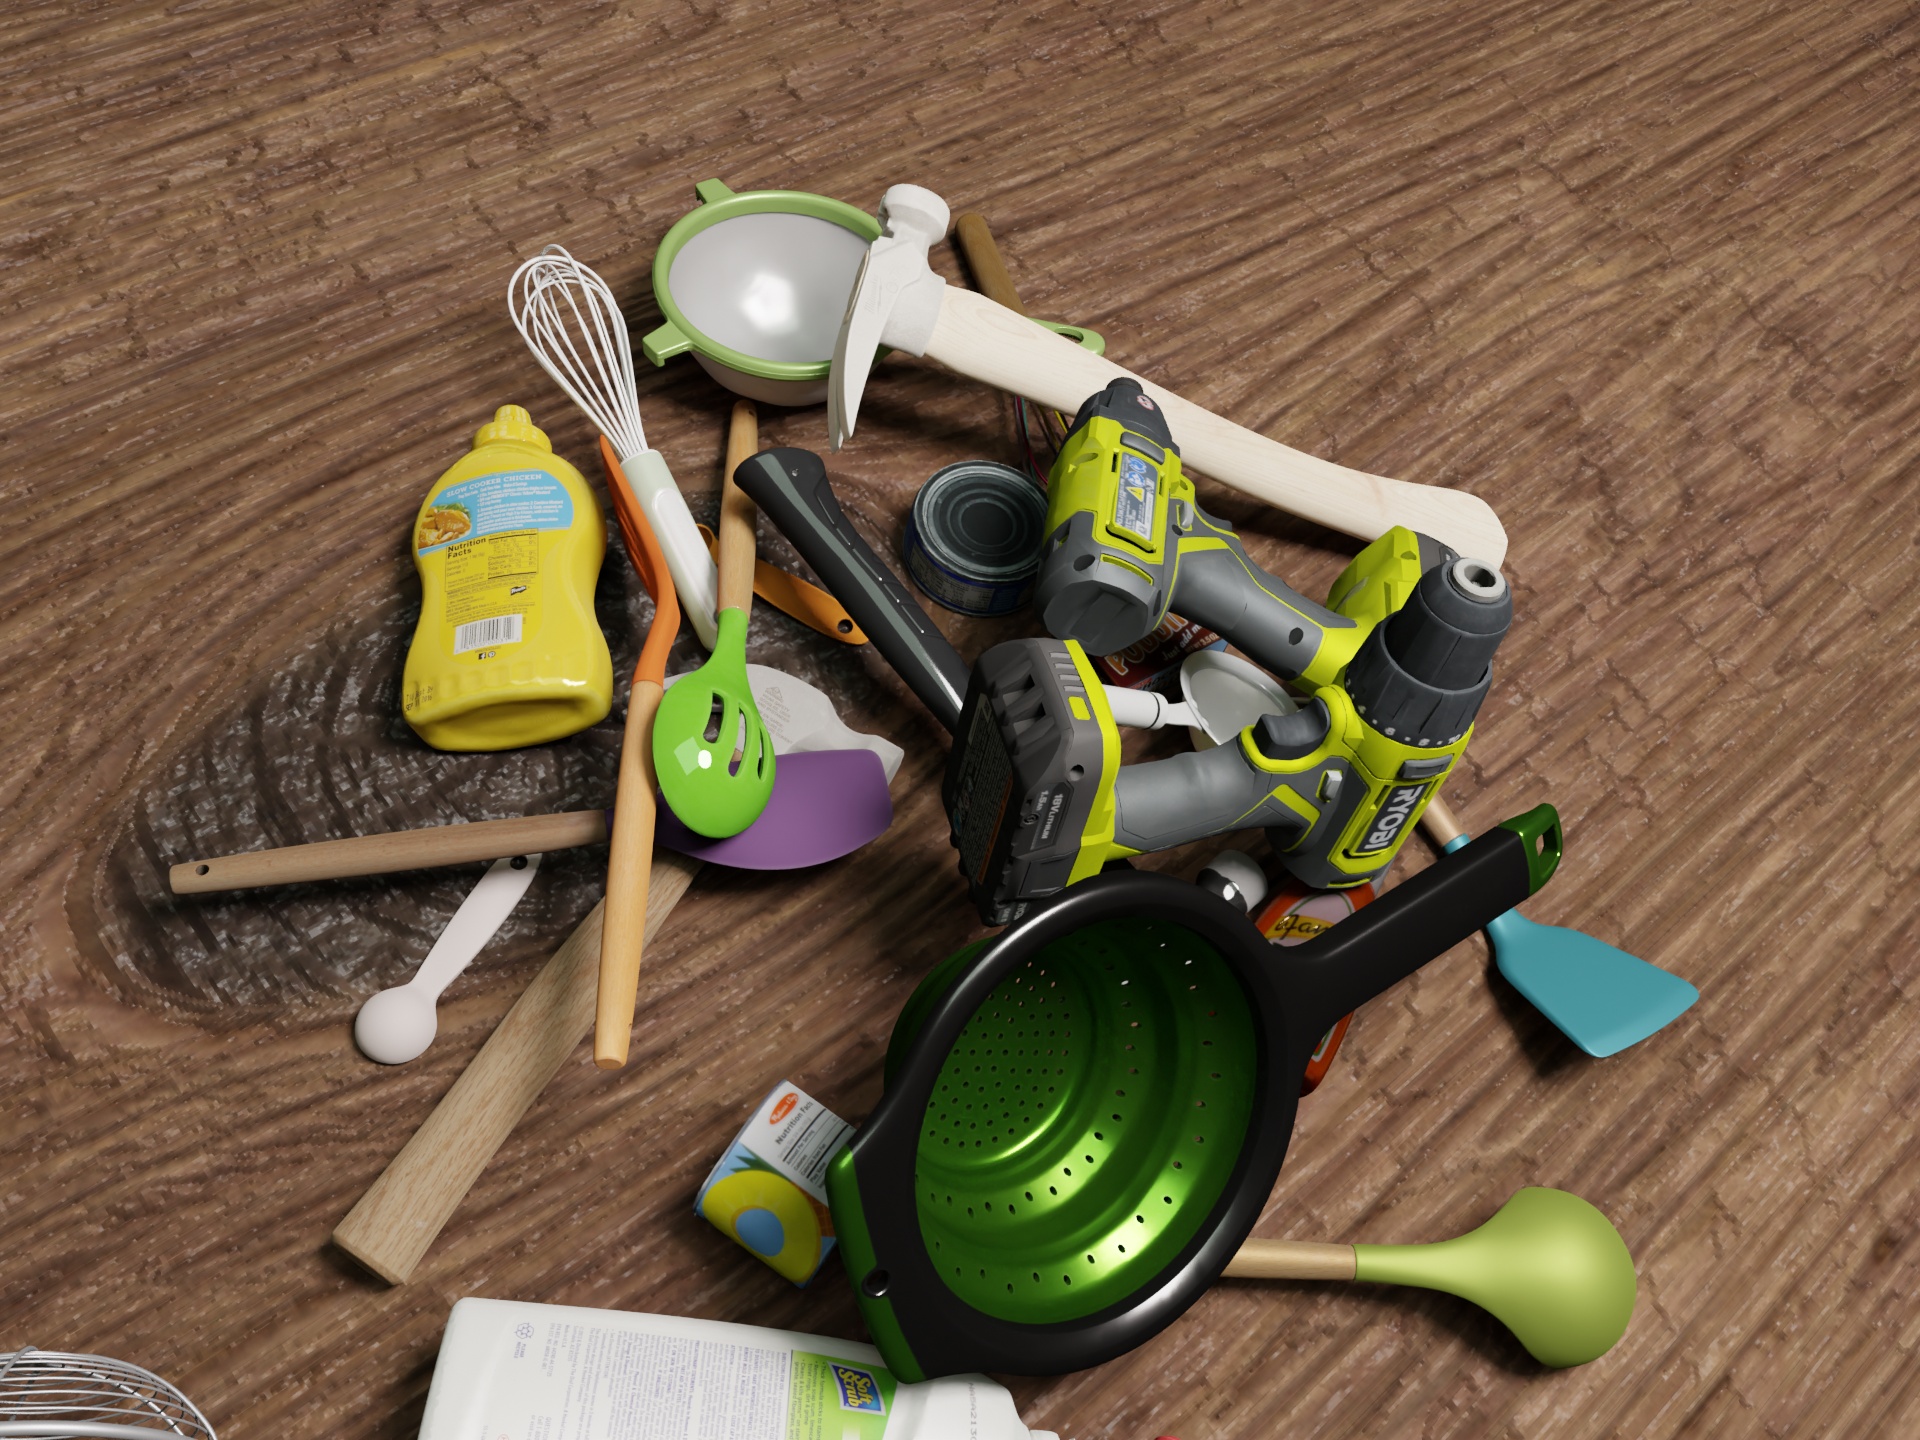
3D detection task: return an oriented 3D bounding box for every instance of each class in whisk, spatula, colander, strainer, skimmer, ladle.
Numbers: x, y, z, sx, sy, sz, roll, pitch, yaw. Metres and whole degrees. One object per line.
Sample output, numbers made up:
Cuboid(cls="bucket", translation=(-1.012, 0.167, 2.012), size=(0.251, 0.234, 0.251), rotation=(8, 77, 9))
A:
Cuboid(cls="whisk", translation=(0.040, -0.216, 0.956), size=(0.047, 0.051, 0.245), rotation=(4, 52, -34))
Cuboid(cls="spatula", translation=(-0.186, 0.053, 0.718), size=(0.316, 0.018, 0.060), rotation=(-6, 62, -13))
Cuboid(cls="spatula", translation=(0.254, 0.037, 0.846), size=(0.082, 0.044, 0.318), rotation=(-20, 65, -27))
Cuboid(cls="colander", translation=(0.102, 0.122, 0.694), size=(0.397, 0.095, 0.204), rotation=(-25, 112, -26))
Cuboid(cls="strainer", translation=(-0.048, -0.220, 0.915), size=(0.256, 0.069, 0.152), rotation=(11, 55, -4))
Cuboid(cls="spatula", translation=(-0.153, 0.006, 0.719), size=(0.041, 0.081, 0.323), rotation=(-2, 53, -2))
Cuboid(cls="strainer", translation=(0.097, -0.004, 0.793), size=(0.258, 0.050, 0.087), rotation=(7, 47, -44))
Cuboid(cls="skimmer", translation=(-0.221, 0.340, 0.537), size=(0.363, 0.127, 0.090), rotation=(40, 42, 3))
Cuboid(cls="whisk", translation=(-0.173, -0.143, 0.840), size=(0.058, 0.059, 0.246), rotation=(-21, 79, -35))
Cuboid(cls="ladle", translation=(0.145, 0.242, 0.710), size=(0.320, 0.062, 0.078), rotation=(3, 66, -2))

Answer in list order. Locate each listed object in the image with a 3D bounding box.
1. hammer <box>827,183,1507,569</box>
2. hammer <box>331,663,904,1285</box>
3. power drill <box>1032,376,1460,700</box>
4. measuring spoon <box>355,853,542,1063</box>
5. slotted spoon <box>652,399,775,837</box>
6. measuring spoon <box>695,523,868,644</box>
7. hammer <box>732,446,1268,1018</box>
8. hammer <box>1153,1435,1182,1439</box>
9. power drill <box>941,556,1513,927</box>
Cuboid(cls="hammer", translation=(0.127, -0.149, 0.883), size=(0.410, 0.038, 0.146), rotation=(19, 76, -17))
Cuboid(cls="hammer", translation=(-0.163, 0.101, 0.725), size=(0.130, 0.031, 0.331), rotation=(31, 59, 6))
Cuboid(cls="power drill", translation=(0.148, -0.078, 0.808), size=(0.223, 0.080, 0.171), rotation=(25, 48, -16))
Cuboid(cls="measuring spoon", translation=(-0.228, 0.099, 0.719), size=(0.034, 0.018, 0.124), rotation=(28, 57, 5))
Cuboid(cls="slotted spoon", translation=(-0.114, -0.070, 0.798), size=(0.070, 0.031, 0.314), rotation=(38, 31, -34))
Cuboid(cls="measuring spoon", translation=(-0.100, -0.071, 0.854), size=(0.117, 0.011, 0.021), rotation=(30, 75, 2))
Cuboid(cls="hammer", translation=(-0.001, -0.003, 0.785), size=(0.146, 0.035, 0.335), rotation=(-35, 81, -32))
Cuboid(cls="hammer", translation=(-0.032, 0.403, 0.547), size=(0.386, 0.038, 0.143), rotation=(-44, 105, -33))
Cuboid(cls="power drill", translation=(0.119, 0.010, 0.694), size=(0.228, 0.190, 0.080), rotation=(-6, 52, -17))
